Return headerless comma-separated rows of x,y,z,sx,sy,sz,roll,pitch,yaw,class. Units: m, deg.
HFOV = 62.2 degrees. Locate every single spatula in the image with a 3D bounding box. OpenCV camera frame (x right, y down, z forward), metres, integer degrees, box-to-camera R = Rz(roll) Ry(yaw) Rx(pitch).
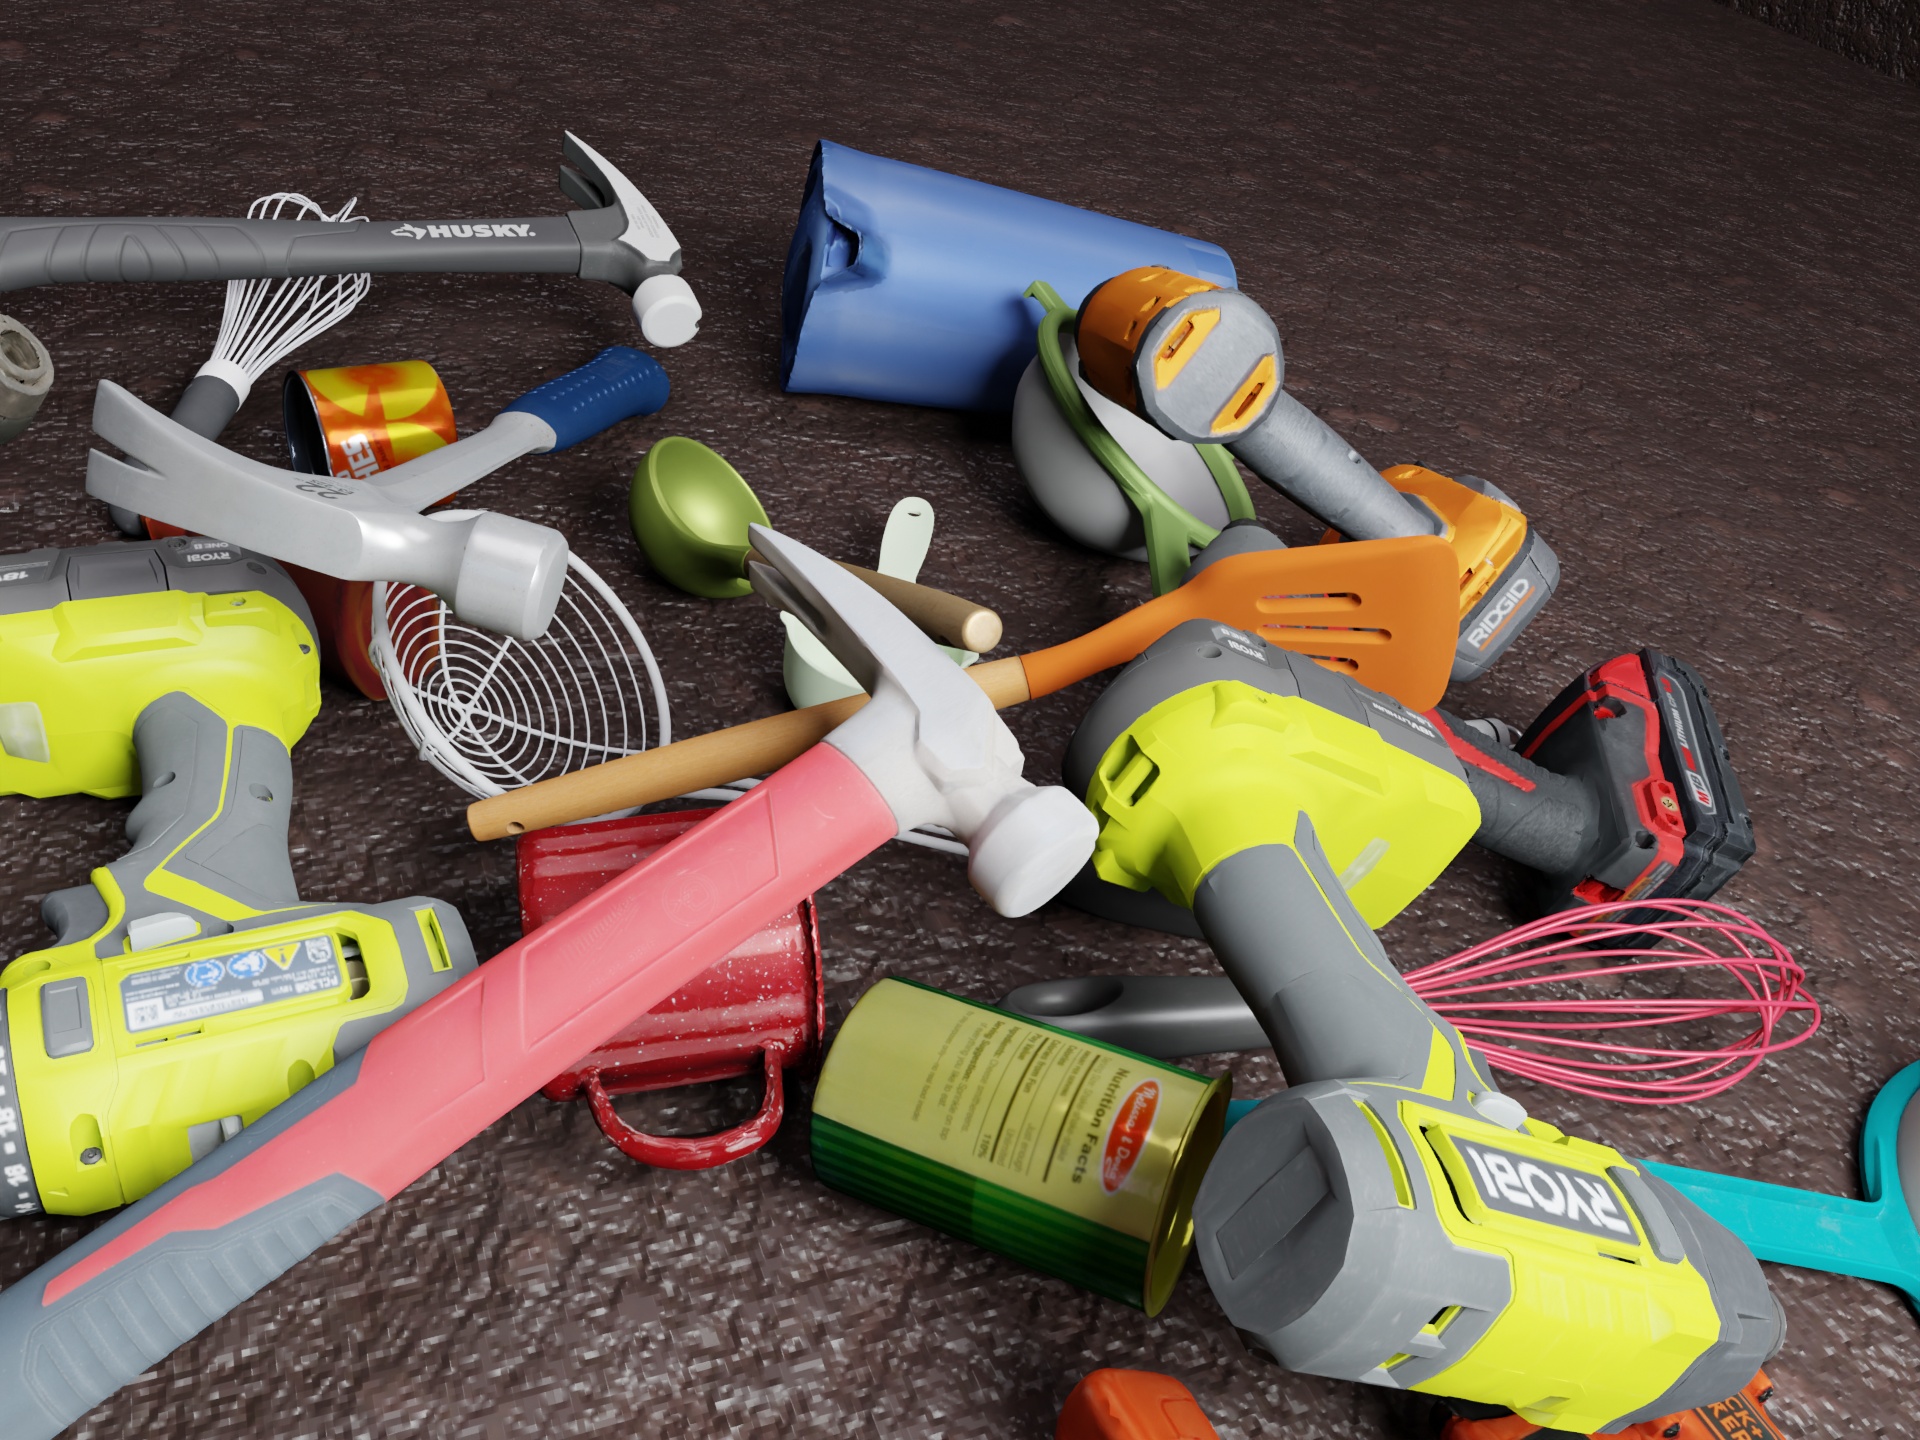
-0.001,-0.002,0.515,0.322,0.080,0.041,-15,48,-2,spatula

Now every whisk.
0.157,0.098,0.547,0.295,0.073,0.073,-1,38,-8,whisk
-0.343,-0.176,0.761,0.070,0.070,0.285,8,42,-6,whisk

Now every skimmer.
-0.029,0.014,0.571,0.363,0.090,0.127,14,37,1,skimmer

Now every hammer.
-0.182,-0.116,0.633,0.144,0.035,0.406,17,18,-4,hammer
-0.151,0.086,0.390,0.386,0.038,0.143,-35,66,-25,hammer
-0.304,-0.231,0.766,0.334,0.035,0.146,-10,54,-28,hammer

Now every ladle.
-0.057,-0.064,0.590,0.062,0.078,0.320,-50,27,-9,ladle

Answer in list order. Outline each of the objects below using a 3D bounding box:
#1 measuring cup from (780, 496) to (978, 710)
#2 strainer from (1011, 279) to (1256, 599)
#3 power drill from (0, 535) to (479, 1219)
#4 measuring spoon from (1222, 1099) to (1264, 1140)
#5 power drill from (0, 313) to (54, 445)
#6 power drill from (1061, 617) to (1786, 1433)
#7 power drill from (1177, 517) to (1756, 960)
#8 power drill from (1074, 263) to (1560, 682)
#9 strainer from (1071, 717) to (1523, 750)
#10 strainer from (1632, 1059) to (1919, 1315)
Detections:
-0.032,-0.047,0.696,0.083,0.038,0.168,12,35,-1,measuring cup
0.075,-0.092,0.753,0.151,0.069,0.257,35,34,-27,strainer
-0.263,0.045,0.476,0.190,0.080,0.229,-10,45,-27,power drill
0.077,0.118,0.487,0.128,0.021,0.042,-3,33,16,measuring spoon
-0.389,-0.037,0.481,0.188,0.080,0.227,-23,34,17,power drill
0.121,0.080,0.441,0.171,0.080,0.223,20,31,-27,power drill
0.183,-0.002,0.622,0.219,0.078,0.143,20,43,-10,power drill
0.148,-0.123,0.724,0.226,0.084,0.164,34,11,-22,power drill
0.147,0.018,0.663,0.258,0.050,0.087,-4,43,-30,strainer
0.354,0.150,0.503,0.340,0.095,0.211,11,37,-5,strainer
